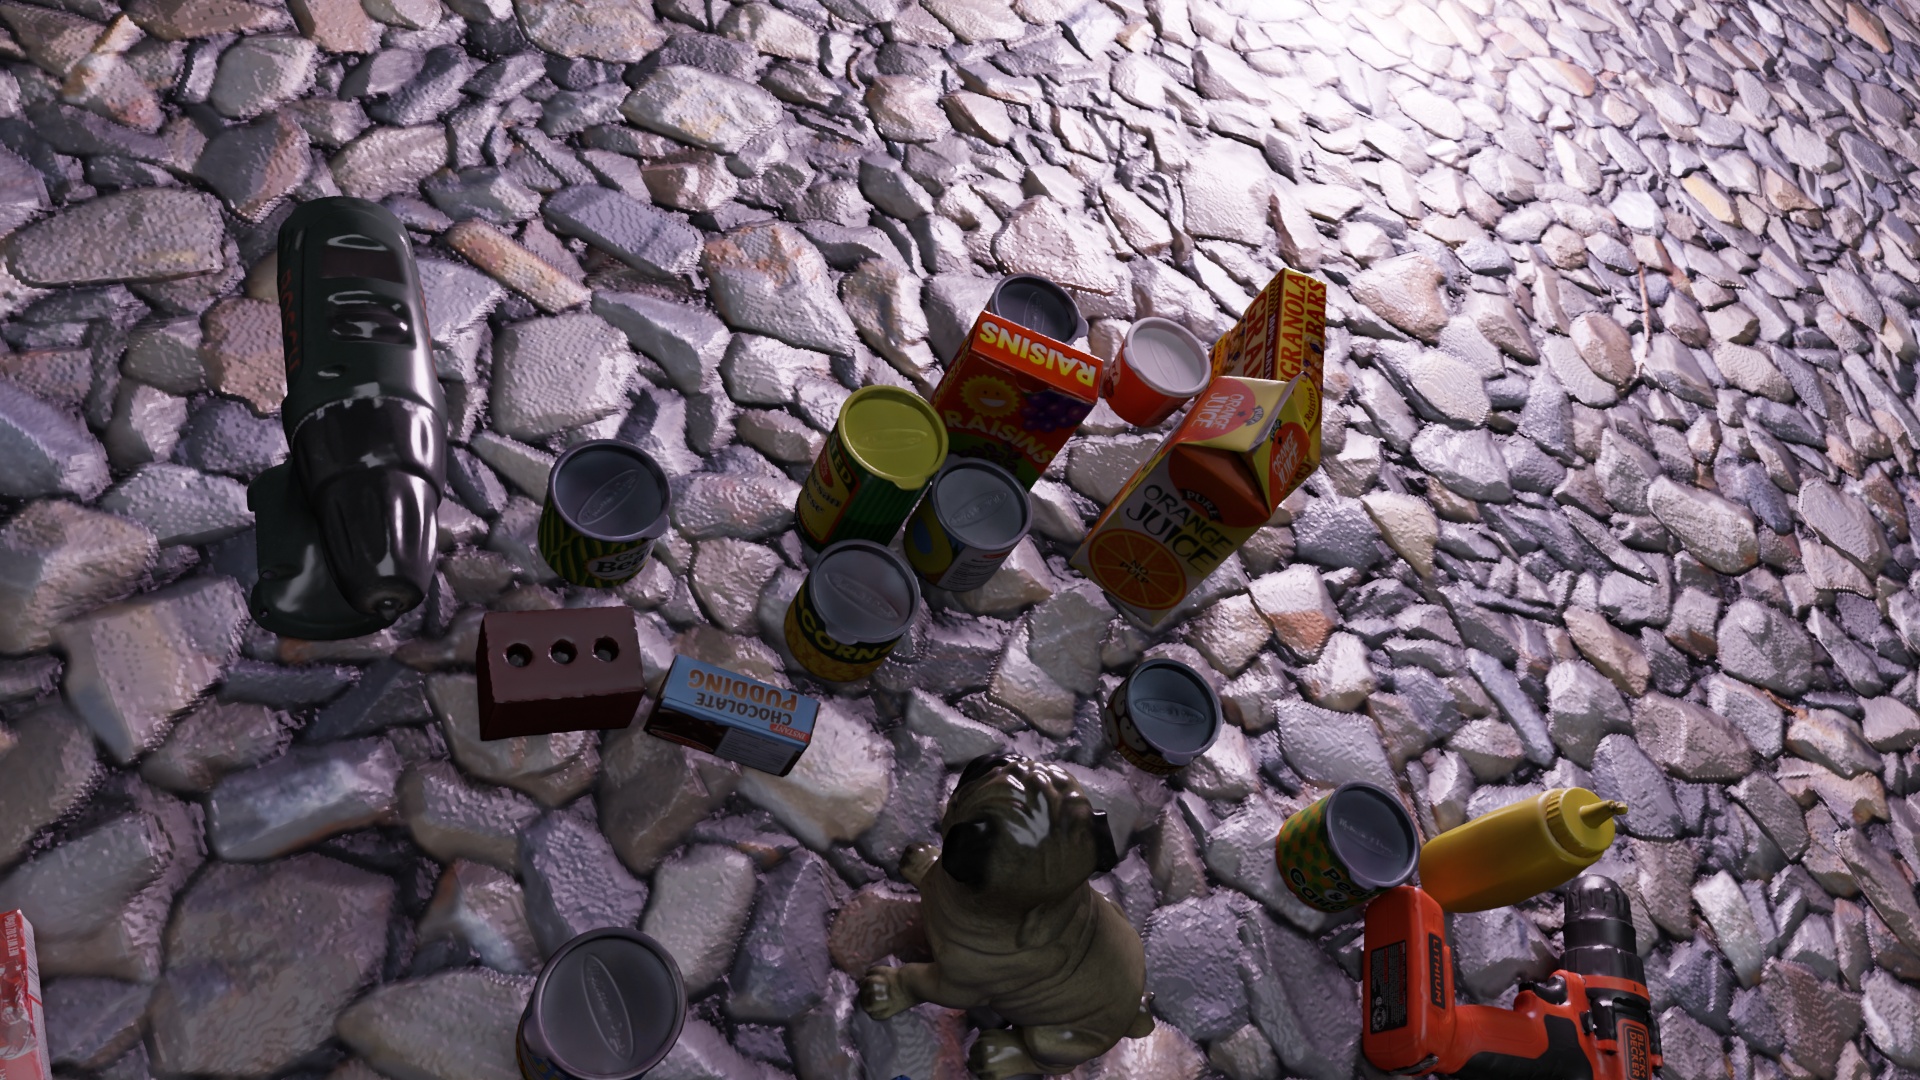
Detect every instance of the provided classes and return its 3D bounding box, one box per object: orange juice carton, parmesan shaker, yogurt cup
[{"bbox_3d":[0.149,-0.031,0.862,0.073,0.191,0.072,37,53,1],"label":"orange juice carton"},{"bbox_3d":[-0.055,-0.035,0.830,0.071,0.102,0.071,11,57,-18],"label":"parmesan shaker"},{"bbox_3d":[0.138,-0.118,0.997,0.072,0.053,0.073,11,57,-18],"label":"yogurt cup"}]

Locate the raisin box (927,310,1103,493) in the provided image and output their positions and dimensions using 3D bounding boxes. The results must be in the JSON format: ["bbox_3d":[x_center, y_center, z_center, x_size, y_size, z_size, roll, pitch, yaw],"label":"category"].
[{"bbox_3d":[0.026,-0.082,0.882,0.086,0.122,0.040,22,54,-10],"label":"raisin box"}]

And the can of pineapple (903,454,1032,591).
[{"bbox_3d":[0.003,-0.011,0.869,0.071,0.057,0.071,11,57,-18],"label":"can of pineapple"}]

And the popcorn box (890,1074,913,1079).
[{"bbox_3d":[0.005,0.305,0.659,0.127,0.084,0.038,30,53,-5],"label":"popcorn box"}]

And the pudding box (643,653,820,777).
[{"bbox_3d":[-0.124,0.096,0.753,0.084,0.049,0.030,20,55,-12],"label":"pudding box"}]

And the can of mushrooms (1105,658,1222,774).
[{"bbox_3d":[0.126,0.112,0.863,0.071,0.033,0.071,11,57,-18],"label":"can of mushrooms"}]

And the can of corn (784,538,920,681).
[{"bbox_3d":[-0.065,0.043,0.805,0.071,0.058,0.071,11,57,-18],"label":"can of corn"}]

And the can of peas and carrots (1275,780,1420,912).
[{"bbox_3d":[0.235,0.190,0.848,0.071,0.058,0.071,11,57,-18],"label":"can of peas and carrots"}]

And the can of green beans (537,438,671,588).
[{"bbox_3d":[-0.201,-0.014,0.781,0.071,0.057,0.071,11,57,-18],"label":"can of green beans"}]

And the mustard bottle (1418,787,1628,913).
[{"bbox_3d":[0.345,0.183,0.837,0.065,0.159,0.049,6,59,-20],"label":"mustard bottle"}]

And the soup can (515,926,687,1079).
[{"bbox_3d":[-0.169,0.221,0.635,0.071,0.083,0.071,11,57,-18],"label":"soup can"}]

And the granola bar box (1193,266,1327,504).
[{"bbox_3d":[0.203,-0.090,0.964,0.039,0.123,0.166,20,55,-12],"label":"granola bar box"}]

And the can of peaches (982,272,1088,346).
[{"bbox_3d":[0.045,-0.141,0.968,0.071,0.057,0.071,11,57,-18],"label":"can of peaches"}]
